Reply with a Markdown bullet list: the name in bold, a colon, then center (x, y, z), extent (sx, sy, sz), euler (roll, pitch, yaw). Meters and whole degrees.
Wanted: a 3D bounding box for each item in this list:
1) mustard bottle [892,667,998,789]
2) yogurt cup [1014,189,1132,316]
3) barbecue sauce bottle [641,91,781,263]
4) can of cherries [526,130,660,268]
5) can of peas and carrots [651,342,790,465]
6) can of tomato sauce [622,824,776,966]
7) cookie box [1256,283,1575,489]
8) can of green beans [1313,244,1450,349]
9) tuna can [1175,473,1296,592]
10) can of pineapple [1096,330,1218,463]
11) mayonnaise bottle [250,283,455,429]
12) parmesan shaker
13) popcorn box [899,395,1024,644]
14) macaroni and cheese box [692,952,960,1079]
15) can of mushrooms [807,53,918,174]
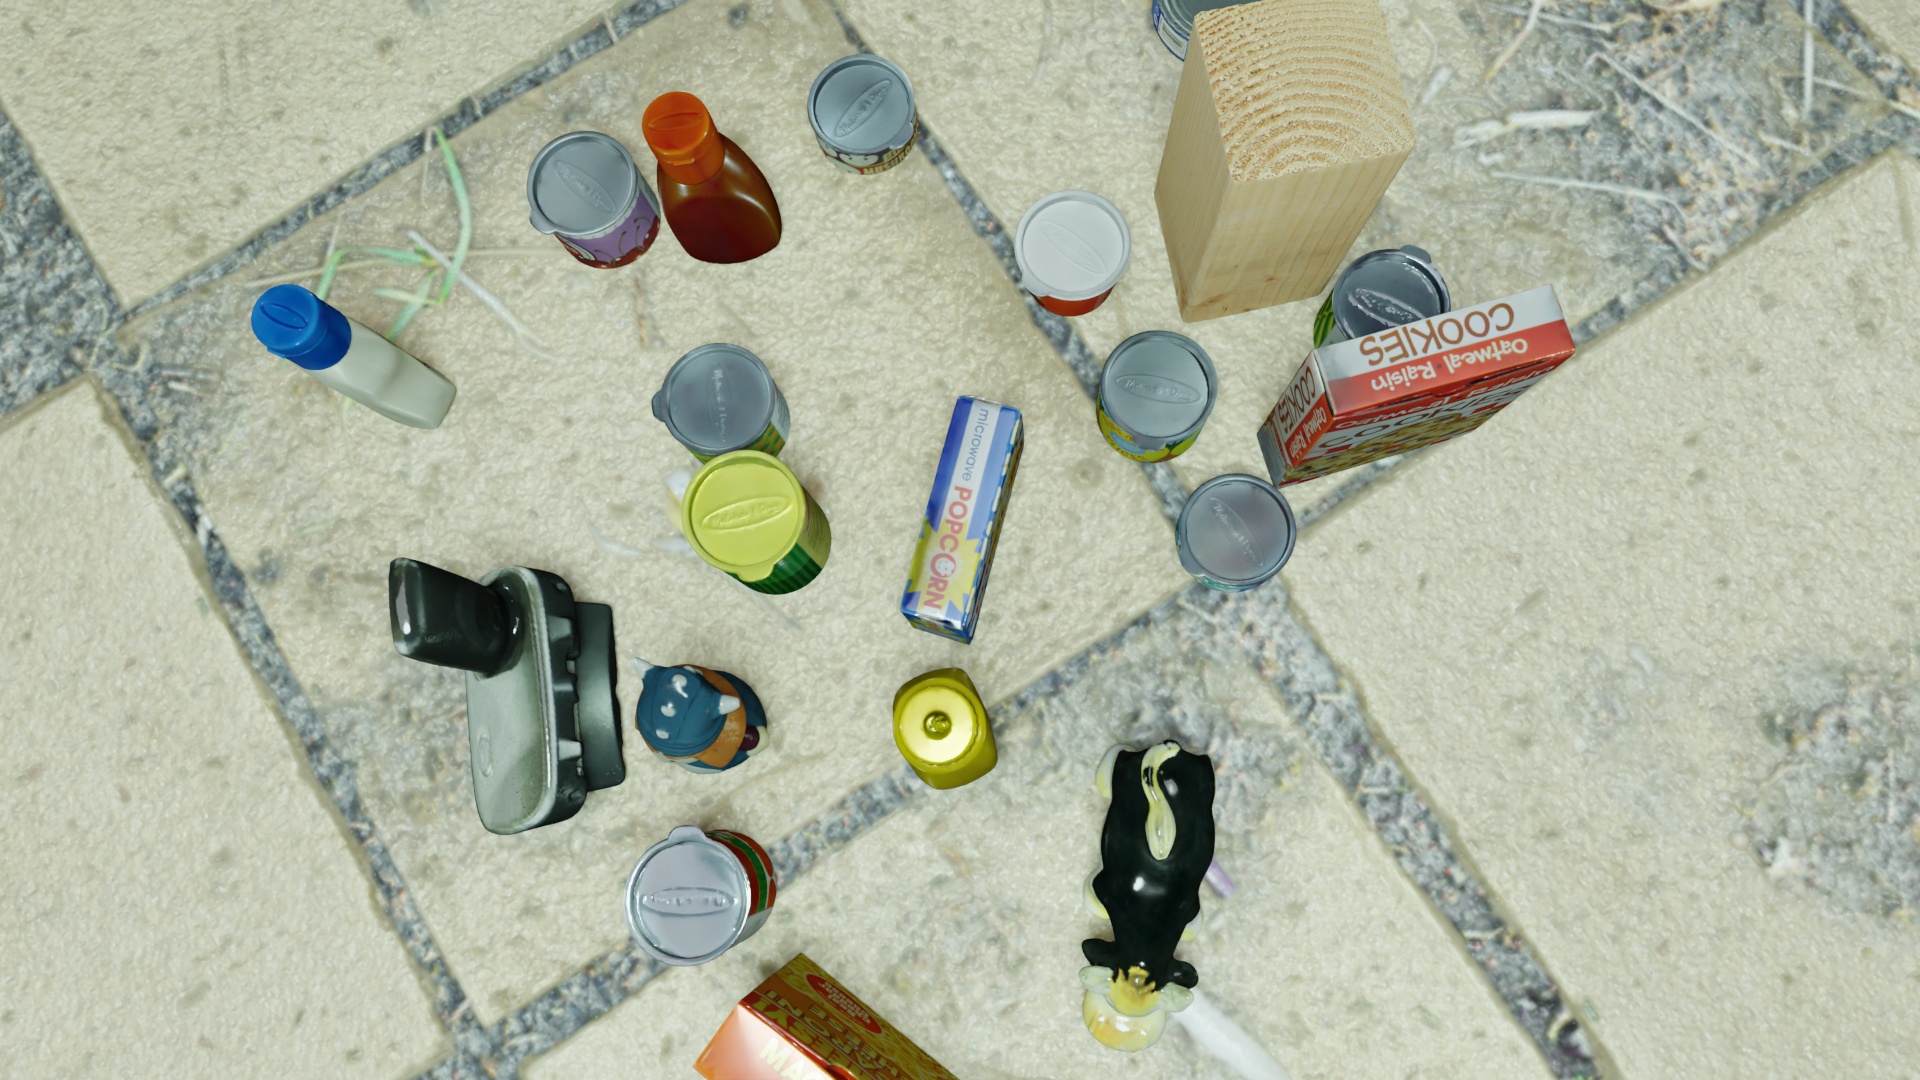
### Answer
- **mustard bottle**: center (-0.010, 0.097, 0.728), extent (0.049, 0.160, 0.065), euler (-21, 80, -1)
- **yogurt cup**: center (0.066, -0.167, 0.827), extent (0.072, 0.054, 0.072), euler (0, 80, 3)
- **barbecue sauce bottle**: center (-0.145, -0.205, 0.795), extent (0.065, 0.148, 0.044), euler (-9, 80, 1)
- **can of cherries**: center (-0.224, -0.204, 0.844), extent (0.071, 0.058, 0.071), euler (0, 80, 3)
- **can of peas and carrots**: center (-0.139, -0.075, 0.817), extent (0.071, 0.058, 0.071), euler (0, 80, 3)
- **can of tomato sauce**: center (-0.140, 0.190, 0.756), extent (0.071, 0.083, 0.071), euler (0, 80, 3)
- **cookie box**: center (0.236, -0.076, 0.745), extent (0.123, 0.167, 0.040), euler (-16, 80, 0)
- **can of green beans**: center (0.244, -0.128, 0.810), extent (0.071, 0.057, 0.071), euler (0, 80, 3)
- **tuna can**: center (0.156, -0.002, 0.804), extent (0.071, 0.033, 0.071), euler (0, 80, 2)
- **can of pineapple**: center (0.112, -0.081, 0.807), extent (0.071, 0.058, 0.071), euler (0, 80, 3)
- **mayonnaise bottle**: center (-0.343, -0.103, 0.785), extent (0.065, 0.148, 0.041), euler (24, 82, 6)
- **parmesan shaker**: center (-0.112, -0.004, 0.780), extent (0.071, 0.103, 0.071), euler (0, 80, 3)
- **popcorn box**: center (0.003, -0.010, 0.785), extent (0.038, 0.085, 0.127), euler (14, 81, 5)
- **macaroni and cheese box**: center (-0.057, 0.269, 0.695), extent (0.124, 0.166, 0.040), euler (36, 84, 8)
- **can of mushrooms**: center (-0.058, -0.261, 0.860), extent (0.071, 0.033, 0.071), euler (0, 80, 2)
